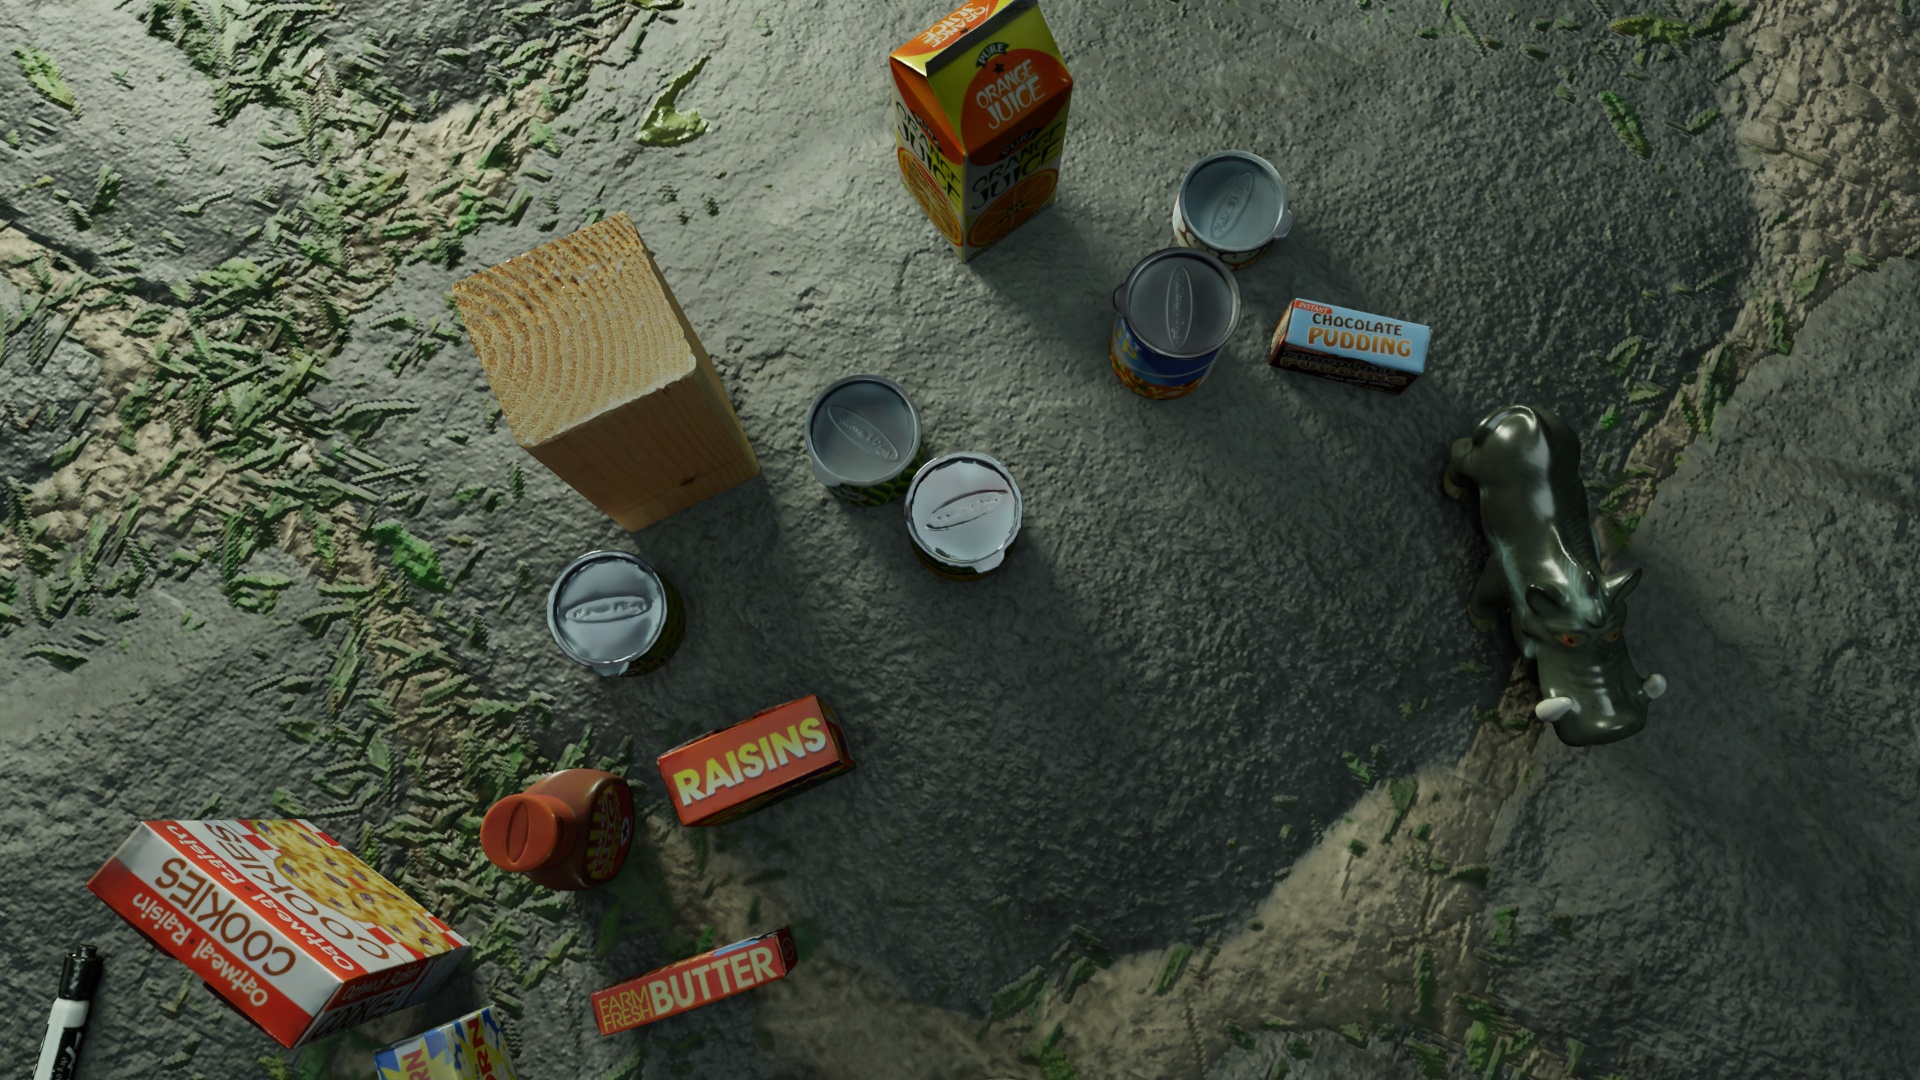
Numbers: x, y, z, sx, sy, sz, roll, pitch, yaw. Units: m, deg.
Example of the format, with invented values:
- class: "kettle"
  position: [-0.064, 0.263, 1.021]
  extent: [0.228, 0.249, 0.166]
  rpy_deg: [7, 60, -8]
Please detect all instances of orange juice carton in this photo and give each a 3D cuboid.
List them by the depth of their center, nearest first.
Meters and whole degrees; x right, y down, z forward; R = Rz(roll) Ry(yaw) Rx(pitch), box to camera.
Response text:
- class: "orange juice carton"
  position: [0.010, -0.236, 0.775]
  extent: [0.072, 0.192, 0.073]
  rpy_deg: [-36, 81, -7]

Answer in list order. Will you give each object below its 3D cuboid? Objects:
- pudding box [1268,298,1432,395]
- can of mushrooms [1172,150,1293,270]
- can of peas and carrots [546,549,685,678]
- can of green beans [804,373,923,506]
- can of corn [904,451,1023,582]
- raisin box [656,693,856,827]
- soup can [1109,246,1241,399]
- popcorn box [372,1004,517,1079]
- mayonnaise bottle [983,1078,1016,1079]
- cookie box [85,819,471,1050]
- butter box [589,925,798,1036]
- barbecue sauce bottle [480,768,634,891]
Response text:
- class: "pudding box"
  position: [0.230, -0.115, 0.825]
  extent: [0.084, 0.049, 0.030]
  rpy_deg: [13, 79, 2]
- class: "can of mushrooms"
  position: [0.166, -0.200, 0.850]
  extent: [0.071, 0.033, 0.071]
  rpy_deg: [0, 79, 0]
- class: "can of peas and carrots"
  position: [-0.192, 0.045, 0.785]
  extent: [0.071, 0.058, 0.071]
  rpy_deg: [0, 79, 0]
- class: "can of green beans"
  position: [-0.055, -0.057, 0.807]
  extent: [0.071, 0.057, 0.071]
  rpy_deg: [0, 79, 0]
- class: "can of corn"
  position: [0.003, -0.010, 0.797]
  extent: [0.071, 0.058, 0.071]
  rpy_deg: [0, 79, 0]
- class: "raisin box"
  position: [-0.104, 0.118, 0.738]
  extent: [0.086, 0.123, 0.040]
  rpy_deg: [-22, 80, -4]
- class: "soup can"
  position: [0.120, -0.125, 0.809]
  extent: [0.071, 0.083, 0.071]
  rpy_deg: [0, 79, 0]
- class: "popcorn box"
  position: [-0.253, 0.312, 0.717]
  extent: [0.038, 0.085, 0.127]
  rpy_deg: [-20, 80, -4]
- class: "mayonnaise bottle"
  position: [0.010, 0.303, 0.688]
  extent: [0.065, 0.148, 0.041]
  rpy_deg: [-16, 80, -3]
- class: "cookie box"
  position: [-0.334, 0.192, 0.699]
  extent: [0.123, 0.167, 0.040]
  rpy_deg: [35, 81, 6]
- class: "butter box"
  position: [-0.142, 0.237, 0.749]
  extent: [0.103, 0.053, 0.024]
  rpy_deg: [-17, 80, -4]
- class: "barbecue sauce bottle"
  position: [-0.207, 0.150, 0.718]
  extent: [0.044, 0.148, 0.065]
  rpy_deg: [5, 79, 1]
